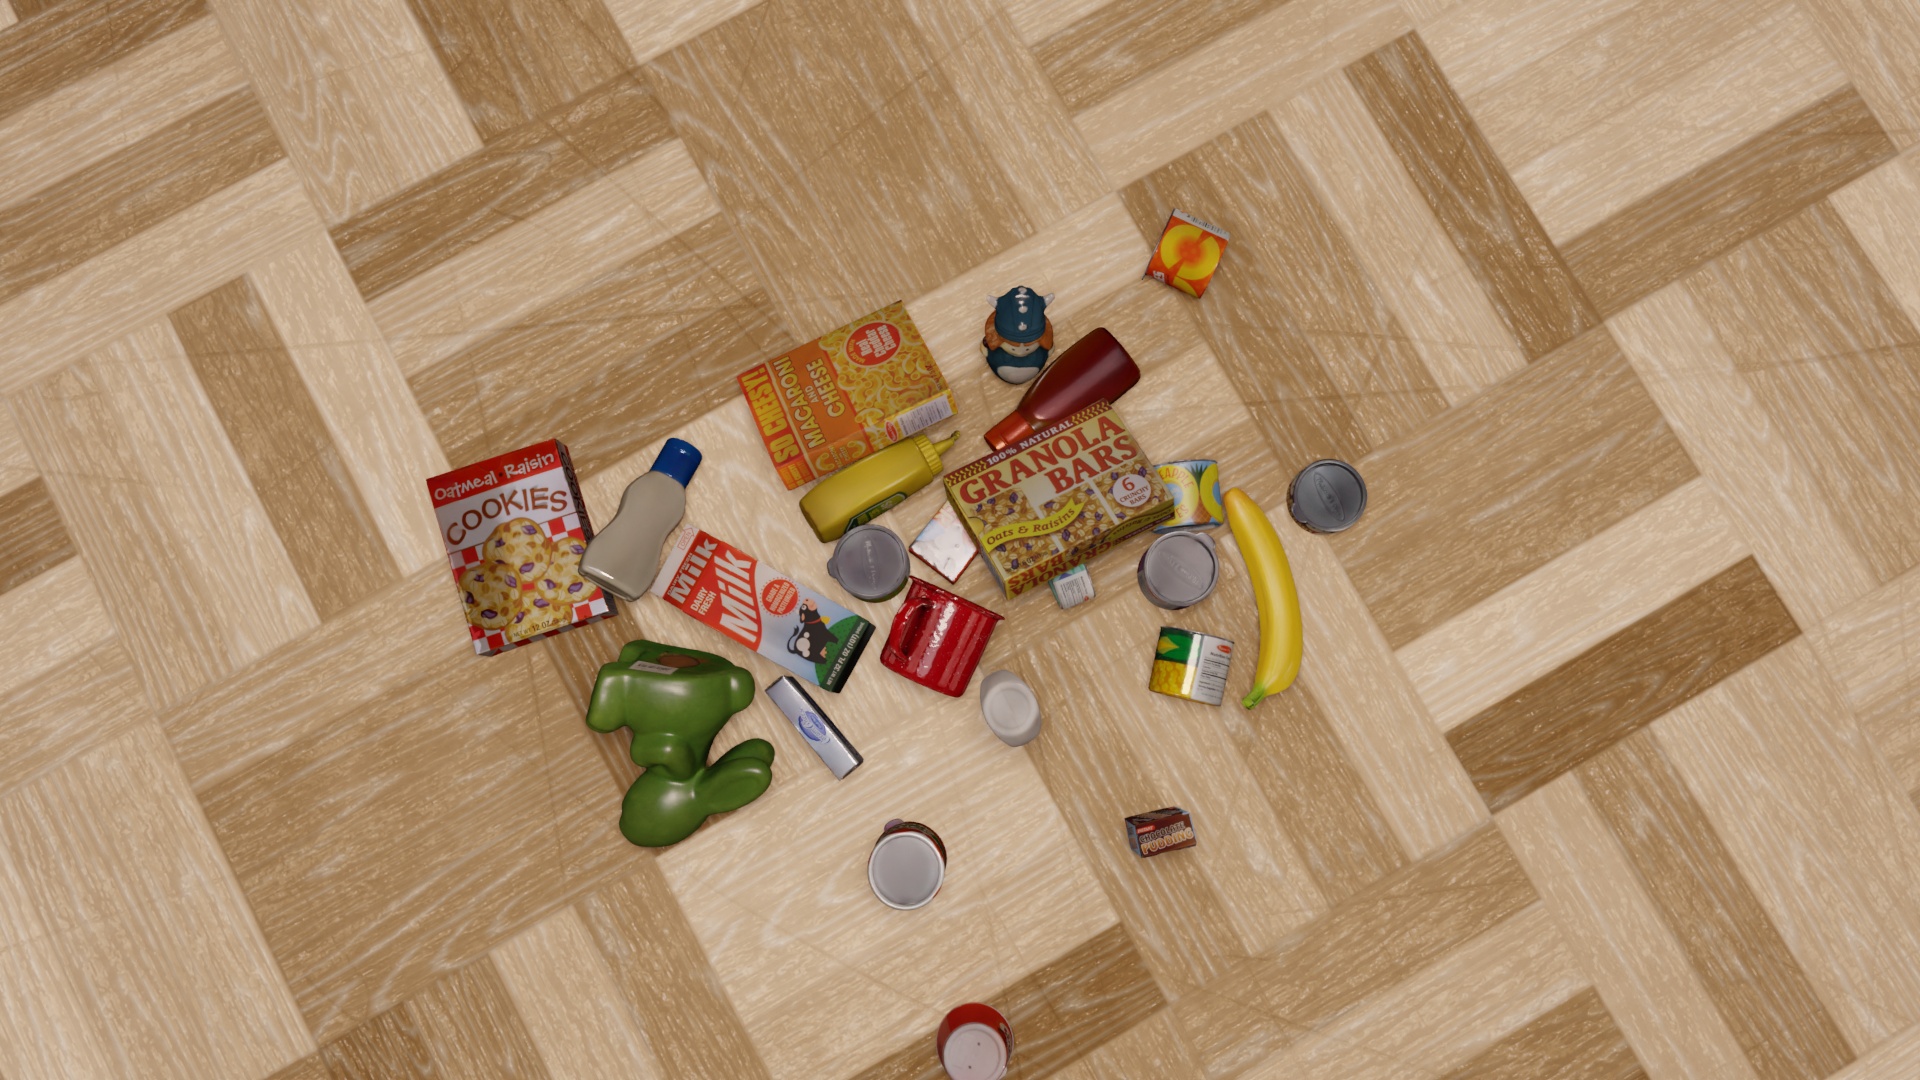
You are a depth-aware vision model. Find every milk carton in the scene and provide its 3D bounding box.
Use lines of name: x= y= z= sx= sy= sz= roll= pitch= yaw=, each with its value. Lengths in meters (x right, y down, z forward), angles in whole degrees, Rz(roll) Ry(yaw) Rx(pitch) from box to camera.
milk carton: x=-0.176 y=0.059 z=1.227 sx=0.191 sy=0.073 sz=0.072 roll=28 pitch=84 yaw=4

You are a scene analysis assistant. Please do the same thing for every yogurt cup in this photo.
yogurt cup: x=0.012 y=0.435 z=1.188 sx=0.072 sy=0.054 sz=0.072 roll=0 pitch=82 yaw=1

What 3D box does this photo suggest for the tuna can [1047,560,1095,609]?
tuna can: x=0.092 y=0.024 z=1.236 sx=0.033 sy=0.071 sz=0.071 roll=-22 pitch=83 yaw=-1

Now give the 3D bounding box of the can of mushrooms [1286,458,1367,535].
can of mushrooms: x=0.329 y=-0.038 z=1.259 sx=0.071 sy=0.033 sz=0.071 roll=0 pitch=83 yaw=0

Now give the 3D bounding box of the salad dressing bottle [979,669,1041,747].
salad dressing bottle: x=0.041 y=0.142 z=1.178 sx=0.044 sy=0.147 sz=0.064 roll=-27 pitch=83 yaw=-2

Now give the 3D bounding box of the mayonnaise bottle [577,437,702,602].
mayonnaise bottle: x=-0.279 y=-0.022 z=1.238 sx=0.065 sy=0.041 sz=0.148 roll=31 pitch=67 yaw=-15

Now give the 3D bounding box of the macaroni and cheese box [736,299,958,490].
macaroni and cheese box: x=-0.102 y=-0.130 z=1.244 sx=0.166 sy=0.040 sz=0.124 roll=-25 pitch=55 yaw=-2

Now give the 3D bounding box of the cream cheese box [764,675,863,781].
cream cheese box: x=-0.128 y=0.164 z=1.223 sx=0.024 sy=0.053 sz=0.104 roll=-41 pitch=84 yaw=-2

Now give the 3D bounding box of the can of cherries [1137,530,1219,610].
can of cherries: x=0.195 y=0.026 z=1.238 sx=0.071 sy=0.058 sz=0.071 roll=0 pitch=82 yaw=1

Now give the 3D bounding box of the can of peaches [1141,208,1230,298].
can of peaches: x=0.207 y=-0.260 z=1.273 sx=0.058 sy=0.071 sz=0.071 roll=24 pitch=84 yaw=3

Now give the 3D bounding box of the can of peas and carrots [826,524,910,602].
can of peas and carrots: x=-0.081 y=0.022 z=1.239 sx=0.071 sy=0.058 sz=0.071 roll=0 pitch=83 yaw=1

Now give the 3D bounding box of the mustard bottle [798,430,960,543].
mustard bottle: x=-0.067 y=-0.055 z=1.248 sx=0.160 sy=0.065 sz=0.049 roll=-31 pitch=80 yaw=-7

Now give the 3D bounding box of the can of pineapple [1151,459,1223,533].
can of pineapple: x=0.199 y=-0.039 z=1.241 sx=0.071 sy=0.071 sz=0.058 roll=-5 pitch=83 yaw=0

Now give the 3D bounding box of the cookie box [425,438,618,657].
cookie box: x=-0.395 y=0.006 z=1.251 sx=0.123 sy=0.040 sz=0.167 roll=-18 pitch=83 yaw=-2

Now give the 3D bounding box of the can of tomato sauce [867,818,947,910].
can of tomato sauce: x=-0.046 y=0.277 z=1.193 sx=0.071 sy=0.083 sz=0.071 roll=0 pitch=83 yaw=0

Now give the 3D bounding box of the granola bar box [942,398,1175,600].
granola bar box: x=0.085 y=-0.038 z=1.210 sx=0.166 sy=0.039 sz=0.124 roll=-26 pitch=59 yaw=-7

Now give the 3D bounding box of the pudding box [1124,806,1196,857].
pudding box: x=0.172 y=0.250 z=1.196 sx=0.050 sy=0.083 sz=0.030 roll=-13 pitch=83 yaw=-1

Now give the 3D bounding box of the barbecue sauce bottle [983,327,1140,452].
barbecue sauce bottle: x=0.089 y=-0.127 z=1.266 sx=0.148 sy=0.043 sz=0.065 roll=-38 pitch=84 yaw=-4

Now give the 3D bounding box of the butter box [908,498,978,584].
butter box: x=0.005 y=-0.016 z=1.261 sx=0.053 sy=0.024 sz=0.103 roll=38 pitch=84 yaw=5

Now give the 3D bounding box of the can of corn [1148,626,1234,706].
can of corn: x=0.201 y=0.111 z=1.225 sx=0.071 sy=0.071 sz=0.058 roll=13 pitch=84 yaw=2
